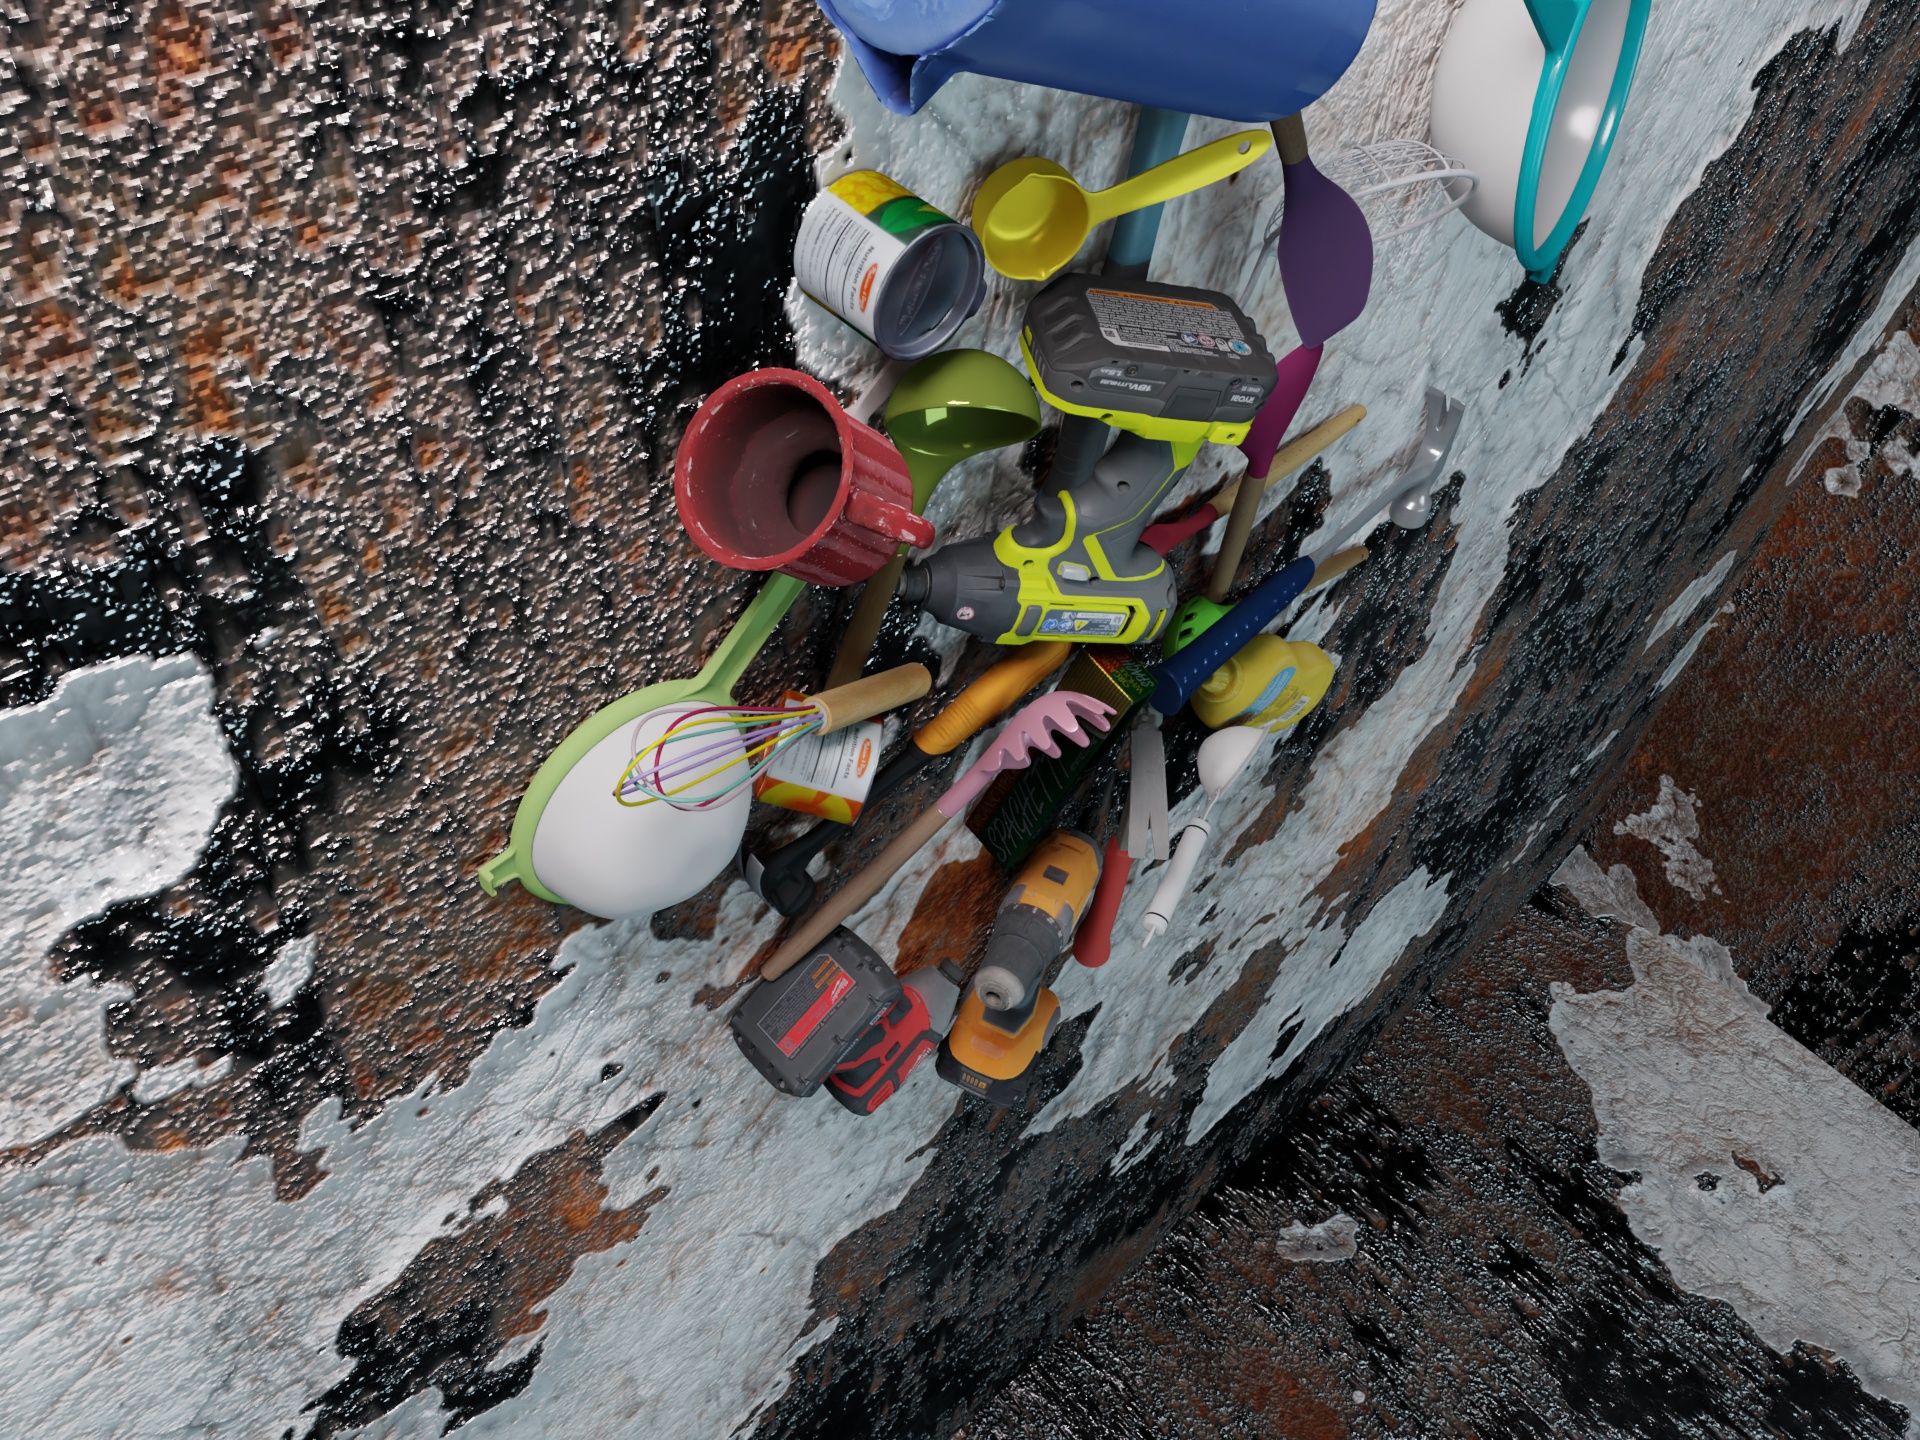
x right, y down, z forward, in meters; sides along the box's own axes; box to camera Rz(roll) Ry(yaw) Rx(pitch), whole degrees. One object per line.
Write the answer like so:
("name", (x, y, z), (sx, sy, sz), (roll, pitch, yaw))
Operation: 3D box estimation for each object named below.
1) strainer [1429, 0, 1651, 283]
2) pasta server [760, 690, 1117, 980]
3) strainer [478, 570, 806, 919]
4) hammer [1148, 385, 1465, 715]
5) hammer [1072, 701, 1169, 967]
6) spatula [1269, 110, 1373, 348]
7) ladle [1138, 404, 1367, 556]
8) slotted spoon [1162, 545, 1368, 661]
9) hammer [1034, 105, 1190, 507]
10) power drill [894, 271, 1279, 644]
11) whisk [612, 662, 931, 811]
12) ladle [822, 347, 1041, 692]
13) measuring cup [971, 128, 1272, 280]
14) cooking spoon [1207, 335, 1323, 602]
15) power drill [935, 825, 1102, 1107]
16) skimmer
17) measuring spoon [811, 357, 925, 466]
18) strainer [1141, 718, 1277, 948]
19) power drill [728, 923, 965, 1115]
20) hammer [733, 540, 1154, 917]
("strainer", (0.320, -0.396, 0.935), (0.340, 0.095, 0.211), (0, 110, -62))
("pasta server", (-0.024, 0.081, 1.049), (0.316, 0.040, 0.060), (-43, 161, 21))
("strainer", (-0.129, 0.015, 0.845), (0.256, 0.069, 0.151), (-53, 153, 12))
("hammer", (0.281, -0.131, 1.266), (0.405, 0.035, 0.144), (-38, 152, -33))
("hammer", (0.134, 0.132, 1.362), (0.036, 0.149, 0.358), (4, 146, -1))
("spatula", (0.170, -0.314, 0.823), (0.060, 0.018, 0.315), (-35, 141, 0))
("ladle", (0.199, -0.163, 1.156), (0.315, 0.031, 0.069), (-35, 154, -30))
("slotted spoon", (0.256, -0.100, 1.318), (0.314, 0.031, 0.070), (-26, 121, -42))
("hammer", (0.089, -0.244, 0.878), (0.128, 0.033, 0.330), (-27, 146, -34))
("power drill", (0.067, -0.132, 0.893), (0.171, 0.080, 0.223), (1, 139, -22))
("whisk", (-0.086, 0.001, 0.818), (0.245, 0.051, 0.047), (-22, 123, -55))
("ladle", (-0.040, -0.067, 0.870), (0.078, 0.062, 0.320), (3, 135, -24))
("measuring cup", (0.078, -0.266, 0.784), (0.156, 0.029, 0.062), (-22, 143, -7))
("cooking spoon", (0.199, -0.158, 1.087), (0.069, 0.017, 0.318), (-37, 162, -14))
("power drill", (0.043, 0.220, 1.307), (0.185, 0.084, 0.226), (-55, 165, -50))
("skimmer", (0.172, -0.202, 0.989), (0.363, 0.090, 0.127), (-55, 168, 14))
("measuring spoon", (-0.029, -0.173, 0.808), (0.124, 0.018, 0.034), (-50, 153, -1))
("strainer", (0.196, 0.081, 1.299), (0.258, 0.050, 0.086), (-60, -178, -33))
("power drill", (-0.072, 0.225, 1.202), (0.143, 0.079, 0.219), (-48, 156, -2))
("hammer", (-0.002, -0.003, 1.007), (0.337, 0.034, 0.127), (-40, 162, -8))
